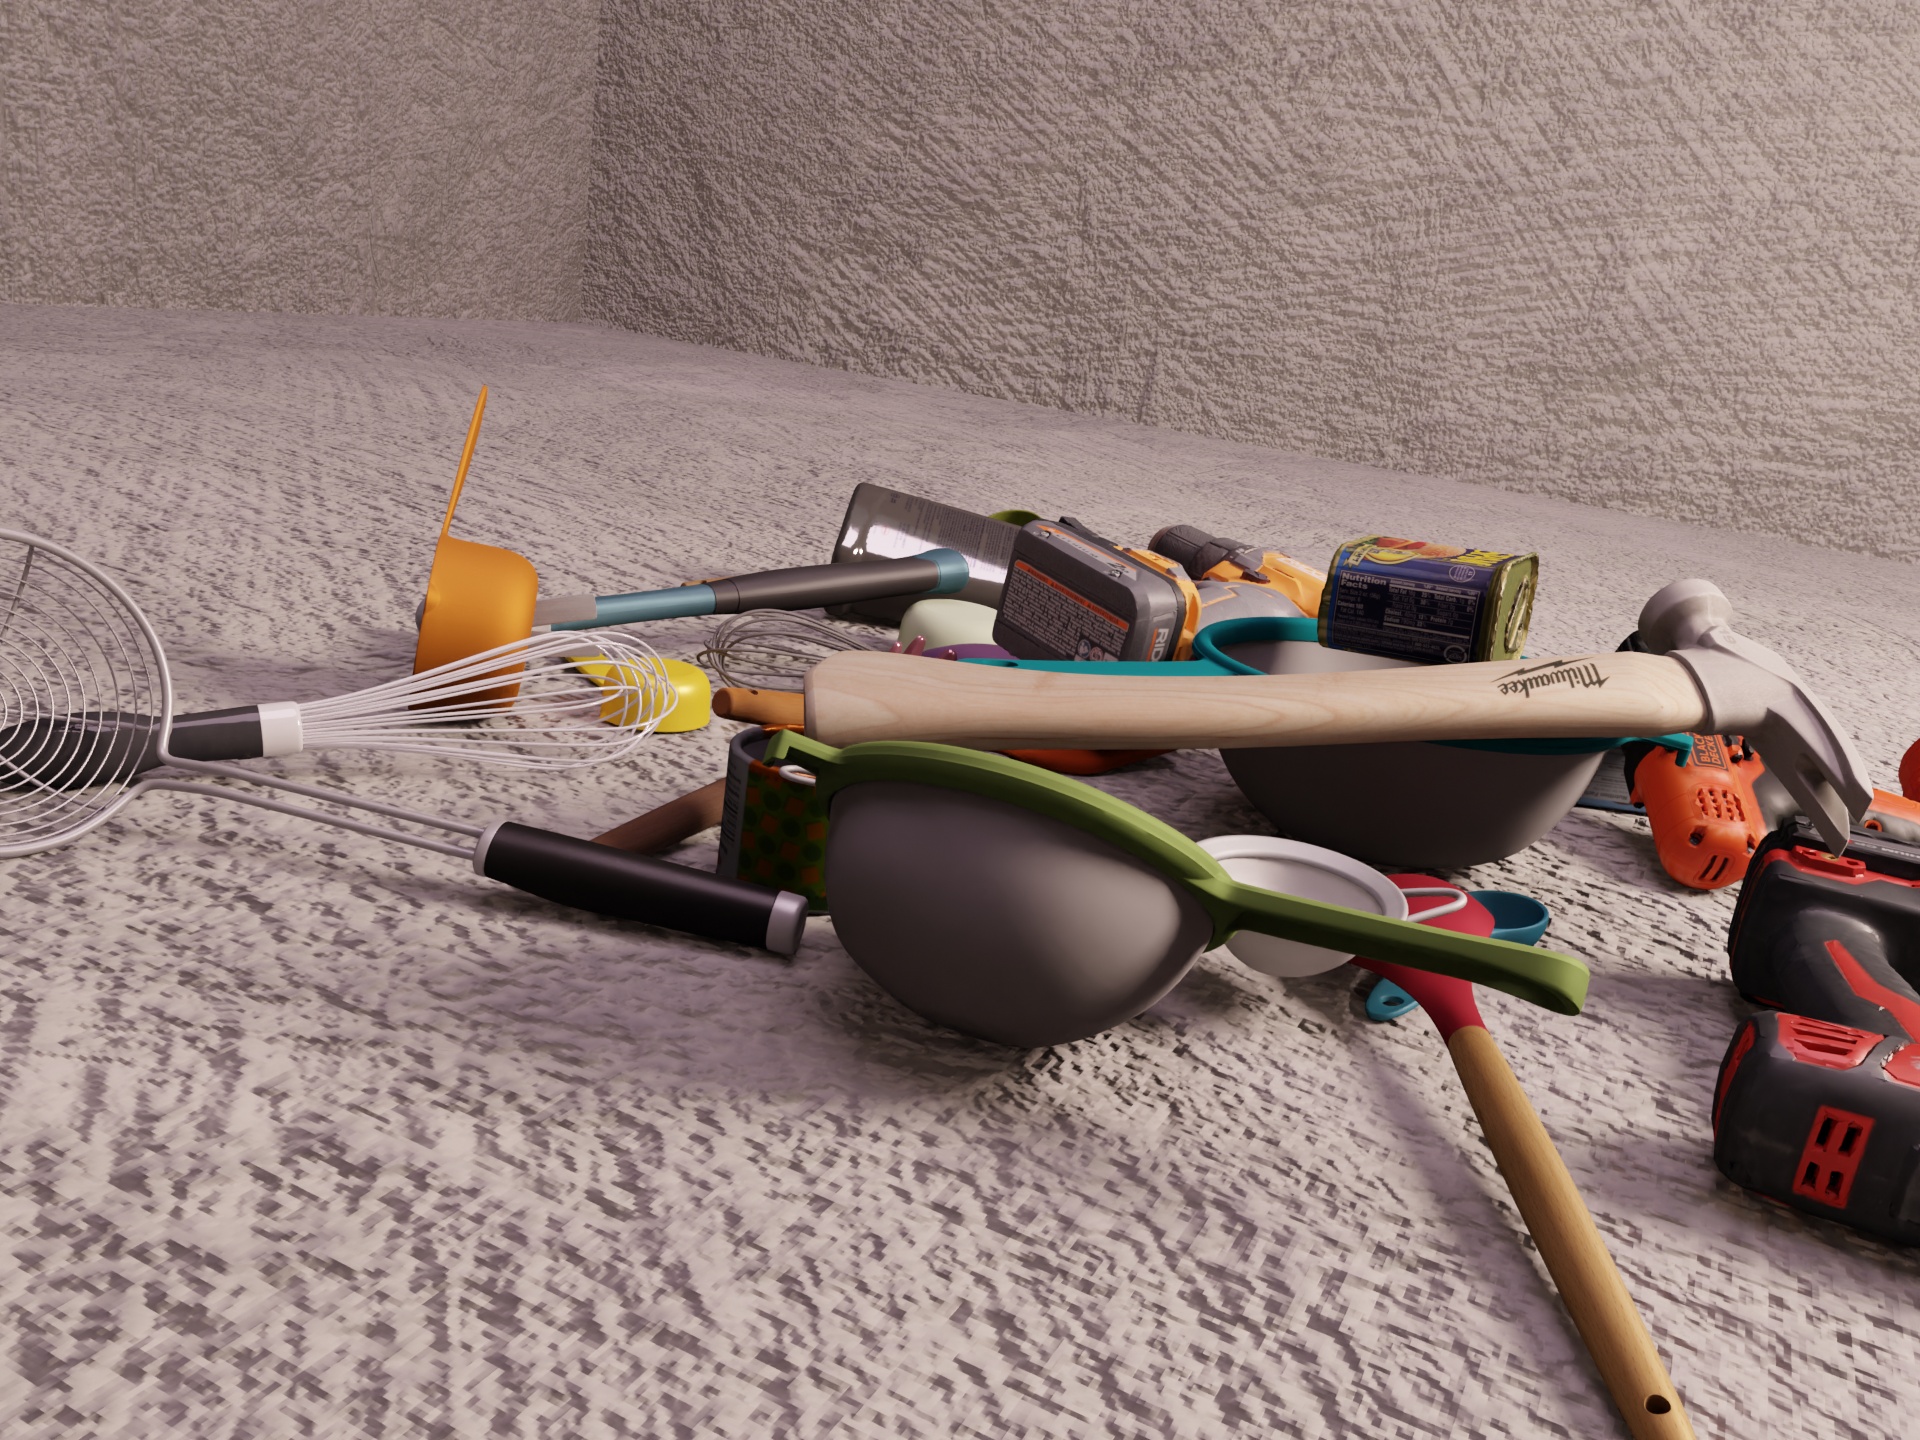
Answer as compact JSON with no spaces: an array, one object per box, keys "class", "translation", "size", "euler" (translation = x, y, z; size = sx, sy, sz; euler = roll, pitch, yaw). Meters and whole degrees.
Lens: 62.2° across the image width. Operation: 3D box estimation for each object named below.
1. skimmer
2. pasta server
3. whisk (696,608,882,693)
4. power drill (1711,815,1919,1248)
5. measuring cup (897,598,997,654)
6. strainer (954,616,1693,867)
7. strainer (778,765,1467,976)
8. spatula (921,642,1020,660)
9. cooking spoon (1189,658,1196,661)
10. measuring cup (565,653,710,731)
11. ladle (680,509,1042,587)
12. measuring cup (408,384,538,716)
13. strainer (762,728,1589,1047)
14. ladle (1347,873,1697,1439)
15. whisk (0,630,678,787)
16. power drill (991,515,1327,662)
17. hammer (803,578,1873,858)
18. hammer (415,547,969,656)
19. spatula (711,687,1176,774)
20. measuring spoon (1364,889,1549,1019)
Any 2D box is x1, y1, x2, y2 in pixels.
[{"class":"skimmer","translation":[-0.233,0.019,0.576],"size":[0.363,0.090,0.127],"euler":[13,58,5]},{"class":"pasta server","translation":[-0.077,0.018,0.746],"size":[0.060,0.040,0.316],"euler":[46,29,10]},{"class":"whisk","translation":[-0.030,-0.022,0.899],"size":[0.239,0.055,0.055],"euler":[9,16,-15]},{"class":"power drill","translation":[0.363,0.119,0.553],"size":[0.188,0.080,0.227],"euler":[14,20,20]},{"class":"measuring cup","translation":[0.038,-0.044,1.004],"size":[0.168,0.038,0.083],"euler":[14,17,22]},{"class":"strainer","translation":[0.153,0.017,0.761],"size":[0.340,0.095,0.211],"euler":[0,17,-20]},{"class":"strainer","translation":[0.057,0.053,0.596],"size":[0.258,0.050,0.087],"euler":[15,20,0]},{"class":"spatula","translation":[0.129,-0.012,0.966],"size":[0.316,0.018,0.060],"euler":[7,45,-9]},{"class":"cooking spoon","translation":[0.209,-0.027,0.991],"size":[0.319,0.017,0.069],"euler":[13,24,3]},{"class":"measuring cup","translation":[-0.186,-0.031,0.870],"size":[0.062,0.029,0.157],"euler":[-4,22,-35]},{"class":"ladle","translation":[-0.062,-0.118,1.182],"size":[0.320,0.062,0.078],"euler":[-9,35,-38]},{"class":"measuring cup","translation":[-0.235,-0.084,0.799],"size":[0.052,0.174,0.095],"euler":[12,-16,-17]},{"class":"strainer","translation":[0.058,0.077,0.502],"size":[0.256,0.069,0.151],"euler":[10,-23,30]},{"class":"ladle","translation":[0.172,0.121,0.519],"size":[0.069,0.031,0.316],"euler":[-12,20,6]},{"class":"whisk","translation":[-0.261,0.001,0.692],"size":[0.284,0.070,0.070],"euler":[-7,22,-27]},{"class":"power drill","translation":[0.126,-0.072,0.940],"size":[0.226,0.084,0.186],"euler":[-5,28,-39]},{"class":"hammer","translation":[0.144,0.000,0.635],"size":[0.410,0.038,0.146],"euler":[-1,39,-7]},{"class":"hammer","translation":[-0.140,-0.074,0.947],"size":[0.331,0.033,0.128],"euler":[-10,13,-34]},{"class":"spatula","translation":[-0.001,-0.002,0.774],"size":[0.081,0.041,0.322],"euler":[35,15,32]},{"class":"measuring spoon","translation":[0.198,0.101,0.645],"size":[0.042,0.021,0.128],"euler":[11,24,41]}]
